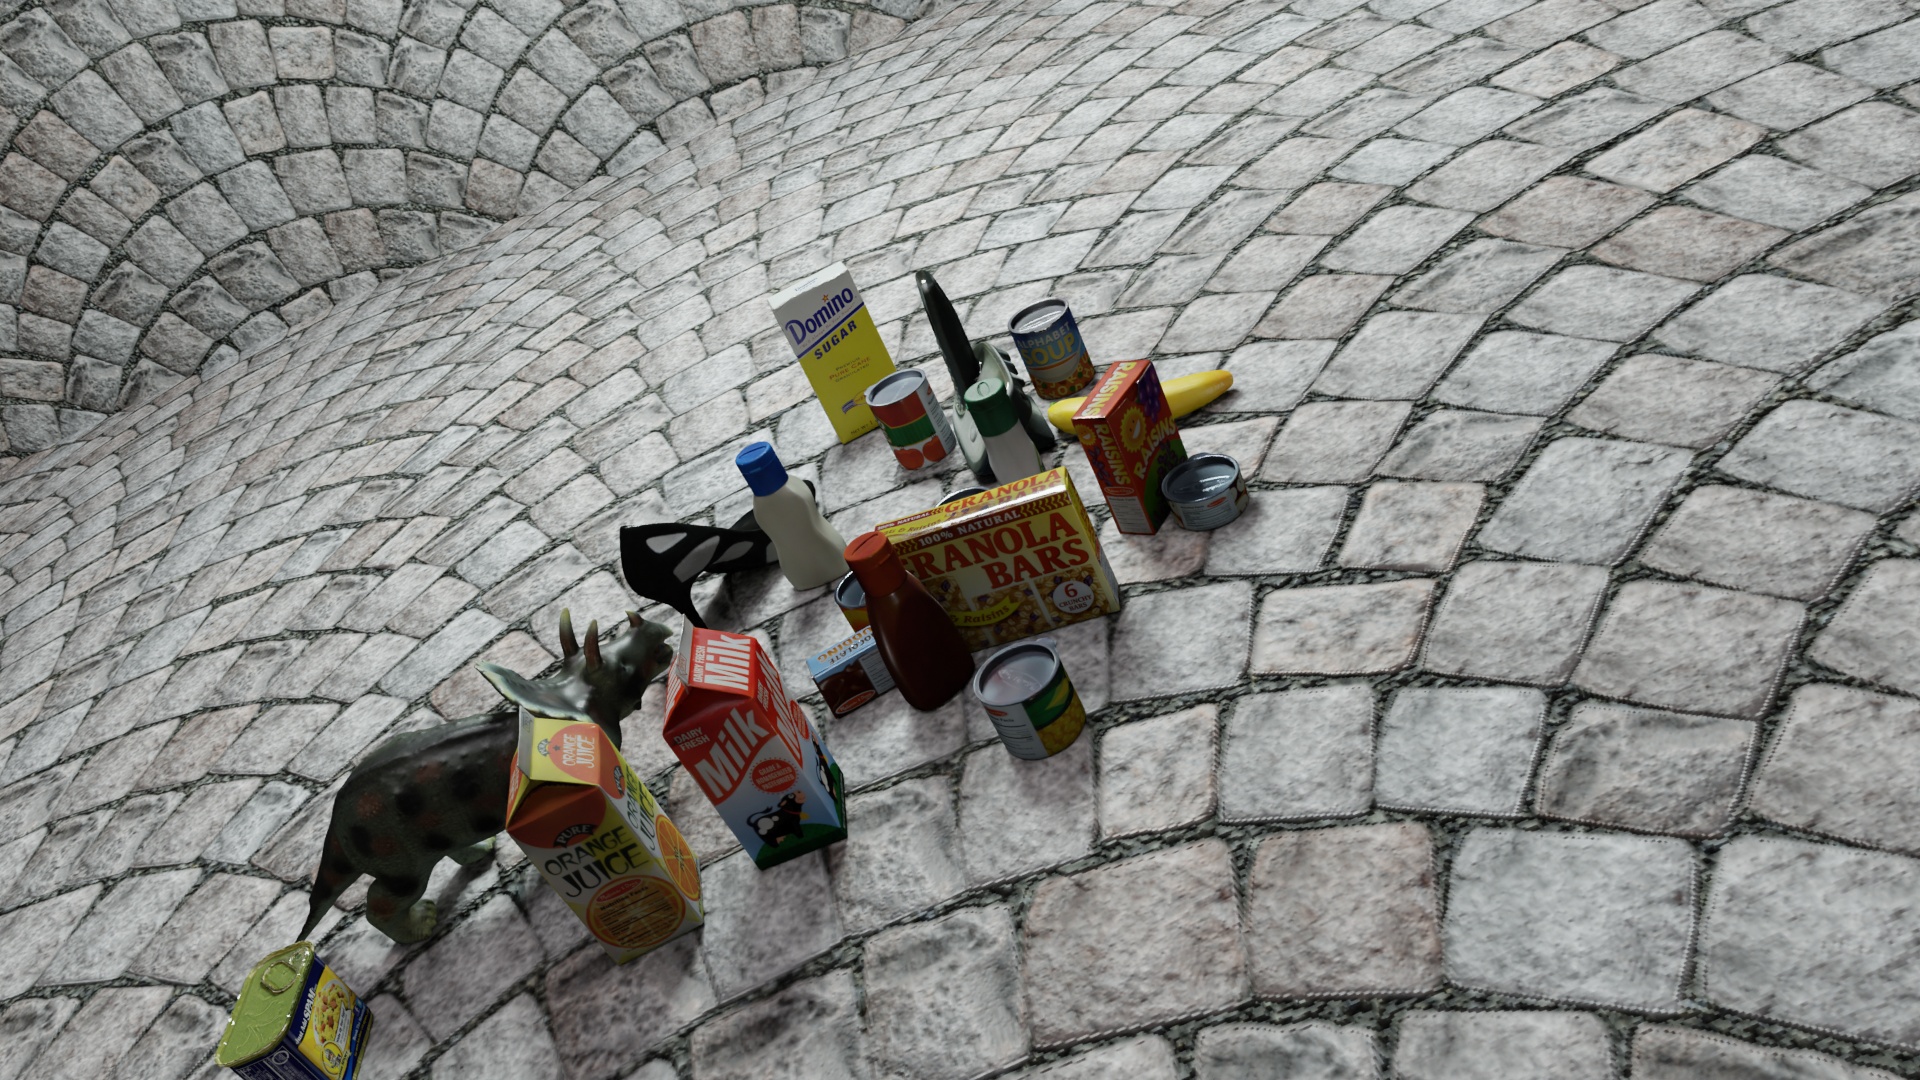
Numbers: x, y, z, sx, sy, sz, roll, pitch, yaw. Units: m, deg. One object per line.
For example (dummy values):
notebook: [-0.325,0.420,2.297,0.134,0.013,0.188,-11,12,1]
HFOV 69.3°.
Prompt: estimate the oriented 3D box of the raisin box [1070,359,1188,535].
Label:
raisin box: [0.146,-0.078,1.166,0.040,0.123,0.086,3,42,40]

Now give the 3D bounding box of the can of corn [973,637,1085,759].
can of corn: [0.053,0.115,1.011,0.071,0.058,0.071,-19,32,12]

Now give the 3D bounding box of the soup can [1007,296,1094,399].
soup can: [0.094,-0.195,1.419,0.071,0.083,0.072,-19,32,12]

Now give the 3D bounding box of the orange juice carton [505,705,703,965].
orange juice carton: [-0.260,0.203,0.982,0.073,0.192,0.072,-26,31,1]

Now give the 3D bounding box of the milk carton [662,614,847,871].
milk carton: [-0.155,0.141,0.998,0.073,0.189,0.073,-23,31,7]

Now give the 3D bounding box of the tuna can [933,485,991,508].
tuna can: [0.005,-0.016,1.267,0.071,0.032,0.071,-19,32,12]

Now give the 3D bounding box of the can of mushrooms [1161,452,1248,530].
can of mushrooms: [0.204,-0.041,1.155,0.071,0.033,0.071,-19,32,12]

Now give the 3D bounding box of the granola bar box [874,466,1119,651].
granola bar box: [0.029,0.021,1.105,0.165,0.123,0.039,-17,32,16]

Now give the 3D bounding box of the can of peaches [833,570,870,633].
can of peaches: [-0.064,0.056,1.186,0.071,0.058,0.071,-19,32,12]

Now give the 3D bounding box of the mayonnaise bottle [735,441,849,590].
mayonnaise bottle: [-0.159,-0.024,1.289,0.065,0.147,0.041,-21,31,10]

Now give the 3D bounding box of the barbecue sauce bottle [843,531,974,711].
barbecue sauce bottle: [-0.043,0.060,1.076,0.065,0.148,0.044,-42,34,-24]

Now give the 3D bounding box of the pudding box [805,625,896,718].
pudding box: [-0.078,0.102,1.136,0.084,0.049,0.030,-30,31,-5]

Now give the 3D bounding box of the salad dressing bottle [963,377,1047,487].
salad dressing bottle: [0.047,-0.071,1.206,0.044,0.147,0.064,-23,31,6]

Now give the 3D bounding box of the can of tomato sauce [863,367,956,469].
can of tomato sauce: [-0.052,-0.124,1.422,0.071,0.082,0.071,-19,32,12]
